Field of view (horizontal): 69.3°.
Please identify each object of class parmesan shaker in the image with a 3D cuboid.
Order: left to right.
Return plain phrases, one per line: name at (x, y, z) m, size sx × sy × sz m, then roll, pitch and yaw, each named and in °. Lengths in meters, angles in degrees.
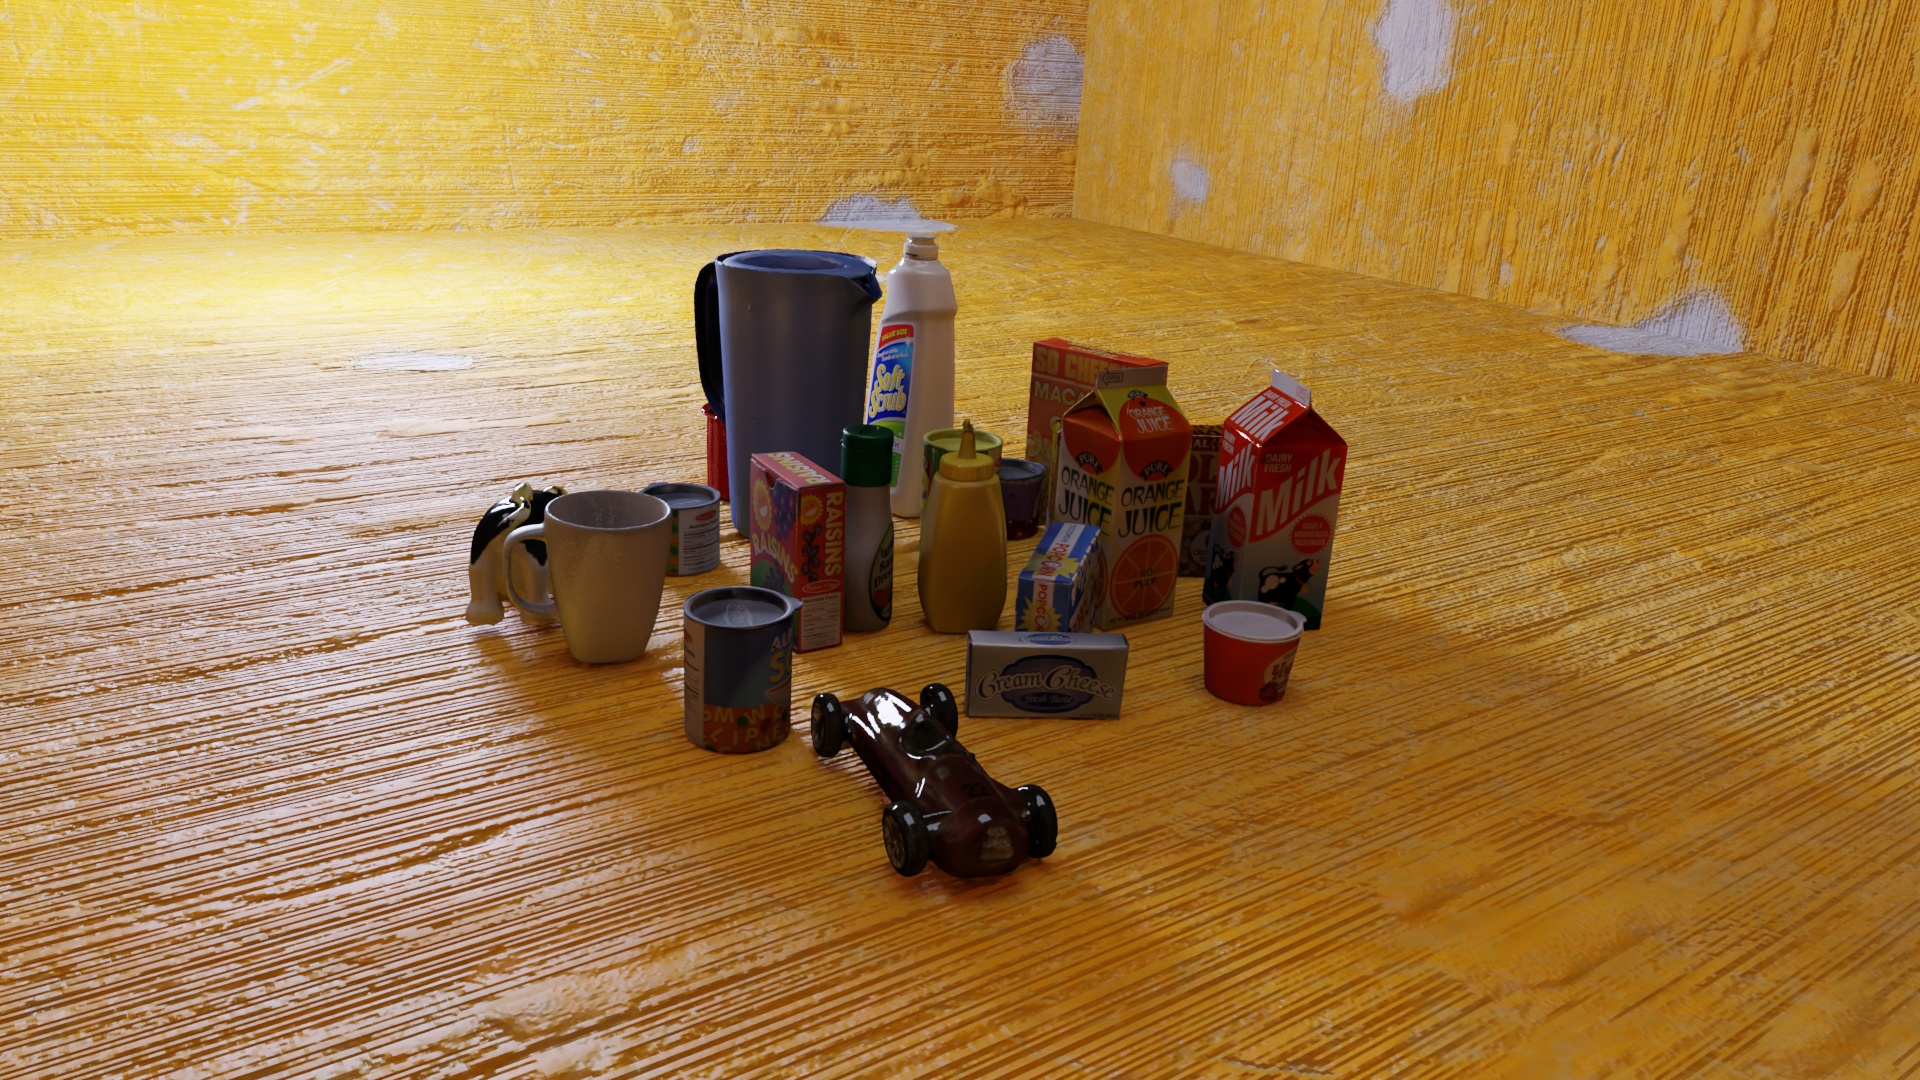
parmesan shaker at (-0.001, -0.035, 1.160) m, size 0.071 × 0.102 × 0.071 m, roll 3°, pitch 19°, yaw -1°

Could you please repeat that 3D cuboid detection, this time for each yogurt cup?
yogurt cup at (0.197, 0.077, 0.949) m, size 0.072 × 0.053 × 0.072 m, roll 3°, pitch 19°, yaw -1°

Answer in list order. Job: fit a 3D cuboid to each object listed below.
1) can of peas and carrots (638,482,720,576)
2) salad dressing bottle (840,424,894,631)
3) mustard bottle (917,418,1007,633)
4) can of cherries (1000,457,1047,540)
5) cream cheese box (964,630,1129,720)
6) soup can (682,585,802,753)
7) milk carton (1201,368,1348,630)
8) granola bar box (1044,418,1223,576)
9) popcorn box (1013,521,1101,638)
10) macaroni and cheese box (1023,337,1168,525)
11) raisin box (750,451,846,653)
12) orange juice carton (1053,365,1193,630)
can of peas and carrots at (-0.228, -0.010, 1.117) m, size 0.071 × 0.058 × 0.071 m, roll 3°, pitch 19°, yaw -1°
salad dressing bottle at (-0.070, -0.009, 1.008) m, size 0.044 × 0.147 × 0.064 m, roll 9°, pitch 20°, yaw 15°
mustard bottle at (0.004, -0.013, 1.012) m, size 0.065 × 0.159 × 0.049 m, roll -2°, pitch 20°, yaw -15°
can of cherries at (0.042, -0.038, 1.242) m, size 0.071 × 0.058 × 0.072 m, roll 3°, pitch 19°, yaw -1°
cream cheese box at (0.055, 0.087, 0.898) m, size 0.104 × 0.053 × 0.024 m, roll 2°, pitch 19°, yaw -5°
soup can at (-0.132, 0.078, 0.846) m, size 0.071 × 0.083 × 0.071 m, roll 3°, pitch 19°, yaw -1°
milk carton at (0.240, -0.031, 1.058) m, size 0.073 × 0.189 × 0.072 m, roll -1°, pitch 19°, yaw -12°
granola bar box at (0.156, -0.035, 1.155) m, size 0.166 × 0.123 × 0.039 m, roll 2°, pitch 19°, yaw -5°
popcorn box at (0.068, 0.046, 0.970) m, size 0.038 × 0.085 × 0.127 m, roll 8°, pitch 20°, yaw 13°
macaroni and cheese box at (0.117, -0.087, 1.234) m, size 0.124 × 0.165 × 0.040 m, roll 19°, pitch 24°, yaw 37°
raisin box at (-0.118, 0.007, 0.992) m, size 0.040 × 0.123 × 0.086 m, roll -8°, pitch 22°, yaw -30°
orange juice carton at (0.122, -0.037, 1.053) m, size 0.072 × 0.192 × 0.073 m, roll -9°, pitch 23°, yaw -33°
